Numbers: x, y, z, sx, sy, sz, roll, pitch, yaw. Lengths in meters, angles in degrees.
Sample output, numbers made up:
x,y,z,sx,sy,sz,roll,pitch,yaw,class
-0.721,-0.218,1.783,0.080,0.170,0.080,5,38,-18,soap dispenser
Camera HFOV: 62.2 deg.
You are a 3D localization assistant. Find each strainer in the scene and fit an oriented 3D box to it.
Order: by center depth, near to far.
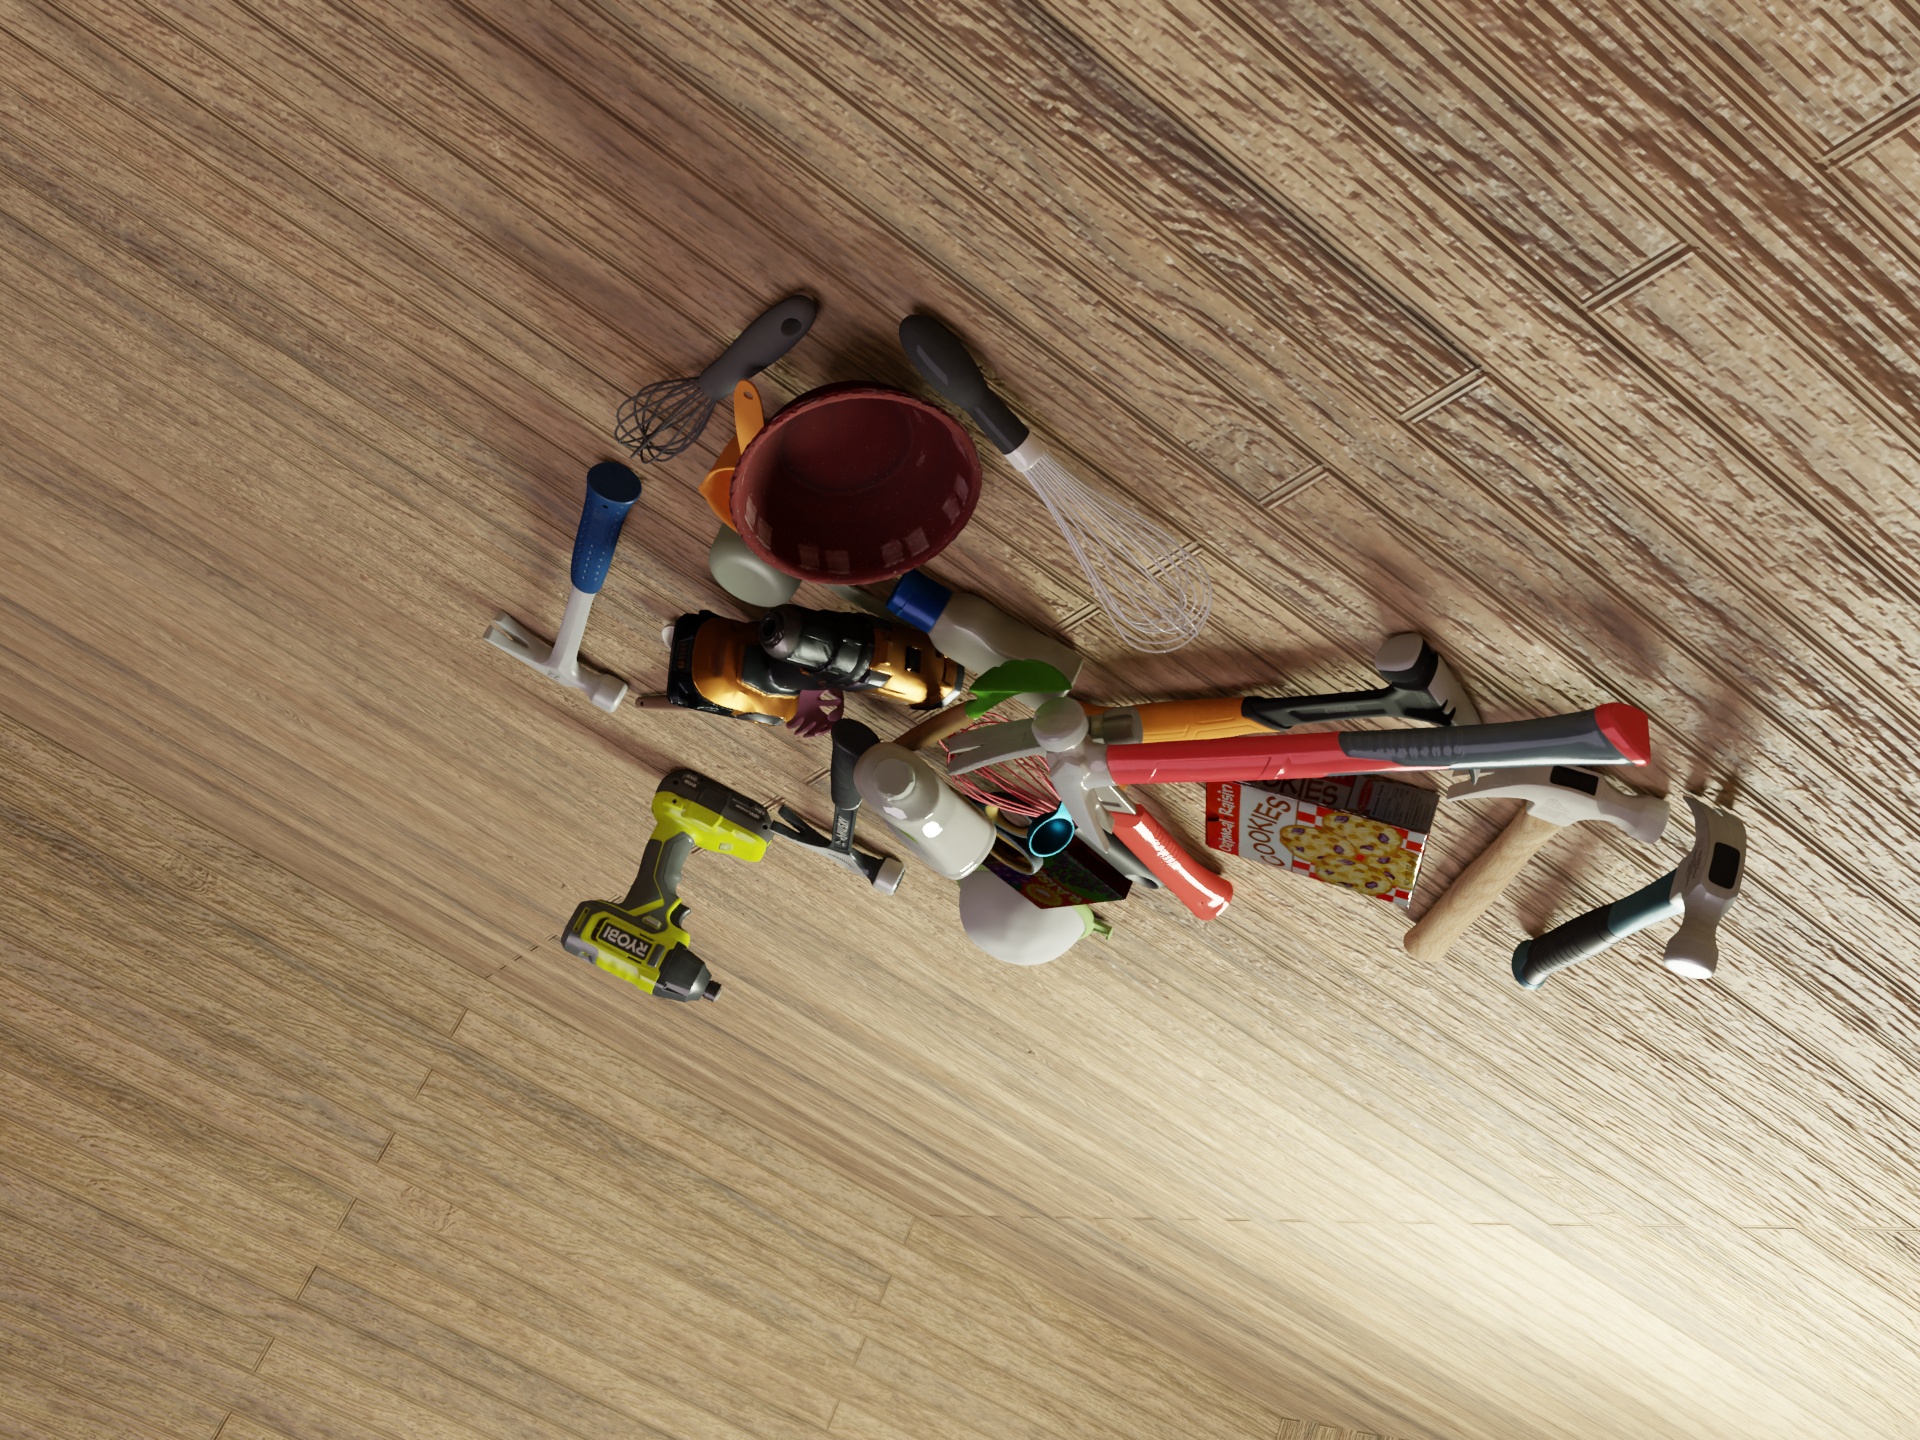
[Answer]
x,y,z,sx,sy,sz,roll,pitch,yaw,class
0.020,0.176,1.582,0.256,0.069,0.151,40,150,-29,strainer

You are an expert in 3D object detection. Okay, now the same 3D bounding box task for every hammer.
x,y,z,sx,sy,sz,roll,pitch,yaw,class
0.248,0.032,1.056,0.386,0.038,0.143,-3,139,24,hammer
0.460,0.144,1.122,0.033,0.128,0.330,23,162,6,hammer
0.206,0.000,1.150,0.337,0.034,0.127,-4,140,45,hammer
0.395,0.114,1.193,0.130,0.031,0.331,21,153,7,hammer
0.132,0.087,1.287,0.149,0.037,0.358,-11,149,24,hammer
-0.337,-0.118,1.398,0.144,0.035,0.405,29,153,-8,hammer
-0.112,0.077,1.508,0.149,0.036,0.408,26,160,4,hammer

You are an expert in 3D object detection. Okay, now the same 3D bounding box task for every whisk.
x,y,z,sx,sy,sz,roll,pitch,yaw,class
0.060,-0.145,0.993,0.284,0.070,0.070,43,148,-23,whisk
-0.164,-0.226,1.052,0.055,0.055,0.239,38,146,-23,whisk
0.086,0.076,1.368,0.073,0.073,0.295,-7,146,46,whisk

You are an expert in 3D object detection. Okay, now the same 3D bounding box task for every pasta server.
x,y,z,sx,sy,sz,roll,pitch,yaw,class
-0.211,-0.016,1.472,0.316,0.060,0.040,1,-179,44,pasta server

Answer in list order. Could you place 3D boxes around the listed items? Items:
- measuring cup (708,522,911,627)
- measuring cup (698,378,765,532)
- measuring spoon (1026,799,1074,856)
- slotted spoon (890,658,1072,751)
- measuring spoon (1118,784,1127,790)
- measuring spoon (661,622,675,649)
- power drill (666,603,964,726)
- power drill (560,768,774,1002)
x,y,z,sx,sy,sz,roll,pitch,yaw,class
-0.120,-0.100,1.240,0.167,0.038,0.083,27,153,0,measuring cup
-0.129,-0.187,1.081,0.095,0.052,0.173,21,151,9,measuring cup
0.088,0.054,1.300,0.042,0.128,0.021,7,-151,-34,measuring spoon
-0.002,-0.004,1.209,0.070,0.031,0.314,-3,170,-23,slotted spoon
0.135,0.036,1.304,0.021,0.011,0.116,24,157,4,measuring spoon
-0.207,-0.061,1.405,0.124,0.018,0.034,19,139,14,measuring spoon
-0.136,-0.048,1.247,0.226,0.084,0.185,-2,169,41,power drill
-0.295,0.180,1.686,0.171,0.223,0.080,27,154,-2,power drill
